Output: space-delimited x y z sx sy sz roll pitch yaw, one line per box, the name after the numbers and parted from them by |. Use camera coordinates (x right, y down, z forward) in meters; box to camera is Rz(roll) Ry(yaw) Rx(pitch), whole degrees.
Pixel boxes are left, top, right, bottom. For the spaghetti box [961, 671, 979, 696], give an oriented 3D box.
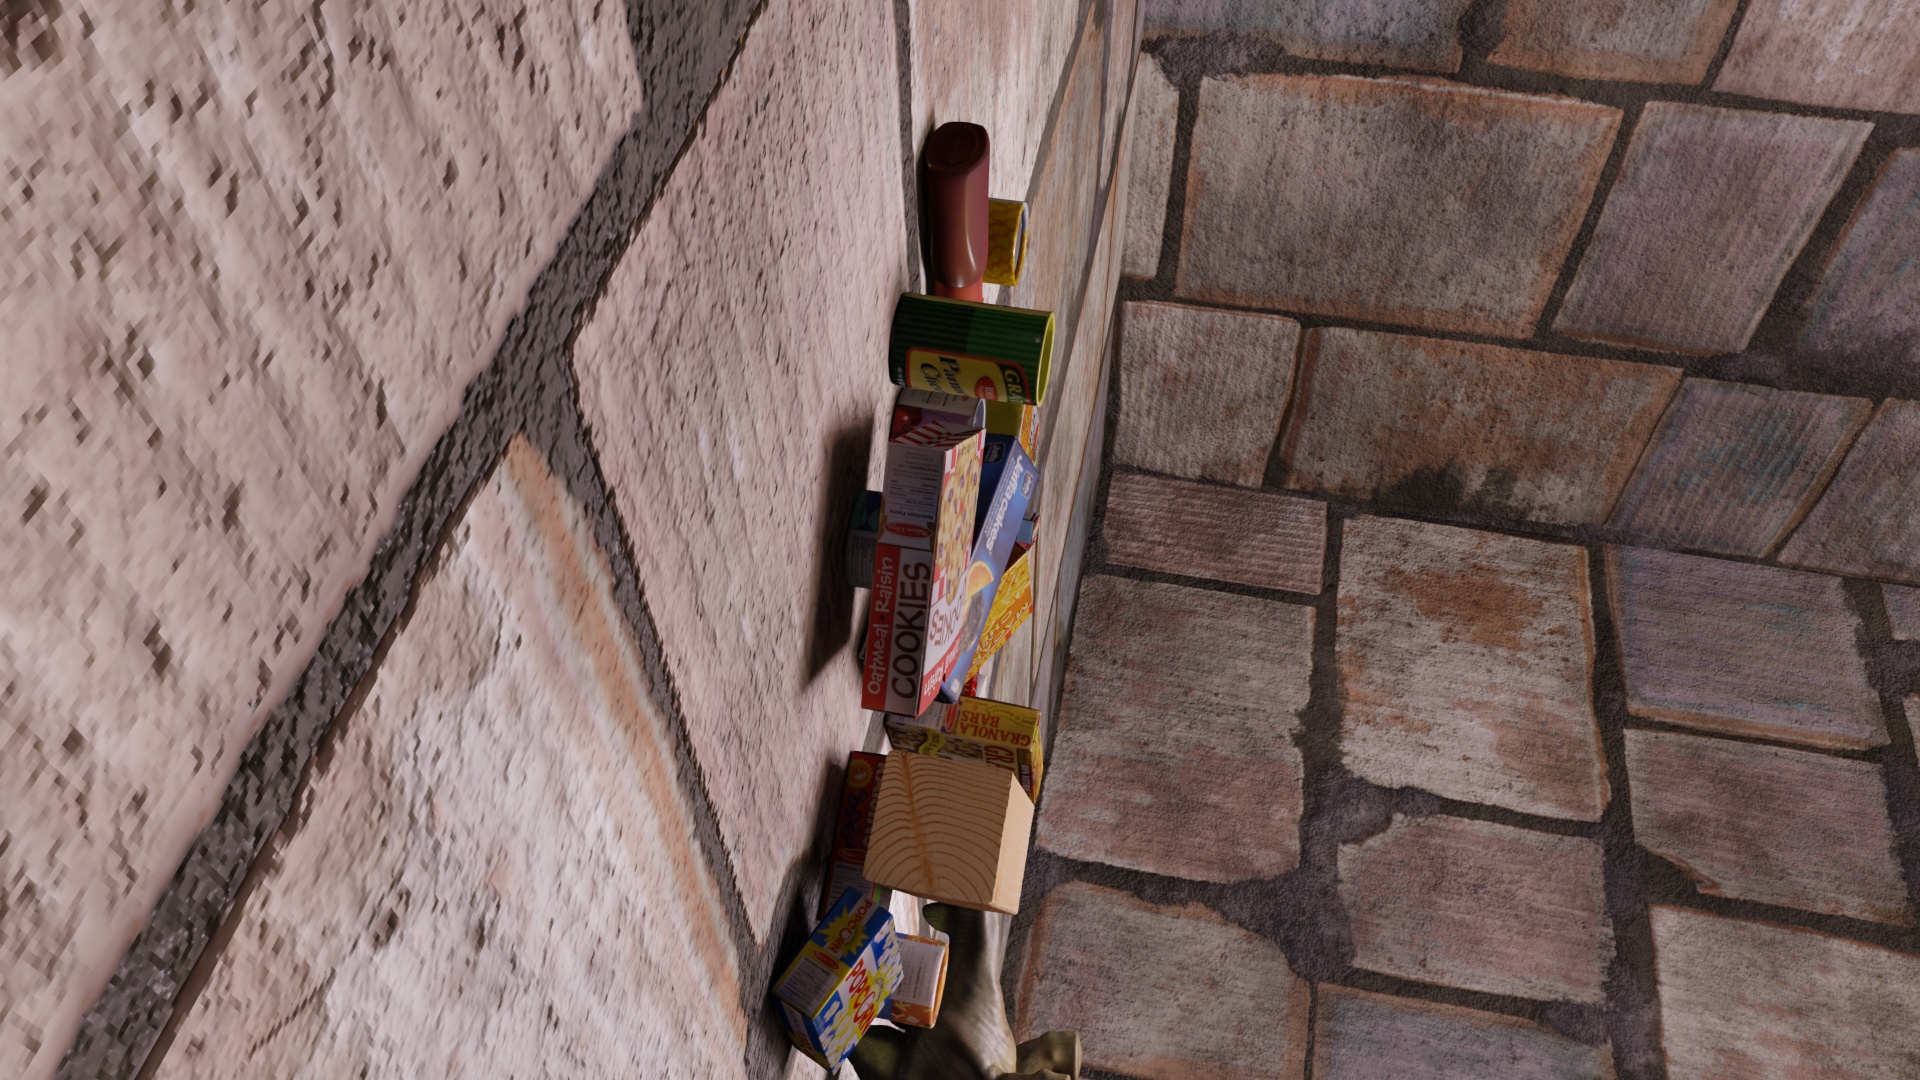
-0.010 0.135 1.296 0.029 0.050 0.249 -45 142 -78 | spaghetti box

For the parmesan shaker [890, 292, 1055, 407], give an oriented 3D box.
0.009 -0.131 0.958 0.071 0.103 0.071 6 92 -81 | parmesan shaker

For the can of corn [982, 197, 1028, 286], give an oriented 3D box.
0.018 -0.230 1.072 0.071 0.058 0.071 6 93 -82 | can of corn

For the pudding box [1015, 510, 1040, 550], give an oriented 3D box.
0.029 -0.016 1.288 0.050 0.084 0.030 -52 152 -75 | pudding box

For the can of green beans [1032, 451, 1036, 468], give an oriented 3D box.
0.042 -0.080 1.365 0.057 0.071 0.071 77 23 -70 | can of green beans

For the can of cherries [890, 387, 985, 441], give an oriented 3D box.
-0.016 -0.073 1.004 0.071 0.058 0.071 5 93 -83 | can of cherries

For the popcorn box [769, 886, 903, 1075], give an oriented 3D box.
-0.080 0.297 0.932 0.085 0.038 0.126 -51 157 -29 | popcorn box

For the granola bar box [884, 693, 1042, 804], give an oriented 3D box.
0.007 0.176 1.196 0.165 0.124 0.039 82 20 -64 | granola bar box

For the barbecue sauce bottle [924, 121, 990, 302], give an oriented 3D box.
-0.002 -0.222 0.998 0.147 0.044 0.065 90 13 -51 | barbecue sauce bottle

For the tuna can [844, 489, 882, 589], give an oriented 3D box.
-0.052 -0.001 0.920 0.071 0.033 0.071 6 93 -82 | tuna can

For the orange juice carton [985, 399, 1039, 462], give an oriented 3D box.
0.026 -0.091 1.226 0.192 0.073 0.072 65 34 -76 | orange juice carton

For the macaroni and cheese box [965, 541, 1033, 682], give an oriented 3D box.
0.004 0.067 1.156 0.124 0.040 0.166 -45 163 -11 | macaroni and cheese box

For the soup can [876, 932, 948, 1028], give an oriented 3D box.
-0.056 0.337 1.076 0.071 0.084 0.071 6 93 -82 | soup can

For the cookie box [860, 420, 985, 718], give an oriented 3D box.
-0.022 0.015 0.883 0.123 0.040 0.167 -43 140 -74 | cookie box

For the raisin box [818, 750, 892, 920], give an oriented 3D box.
-0.067 0.223 1.034 0.086 0.040 0.123 66 33 -73 | raisin box
